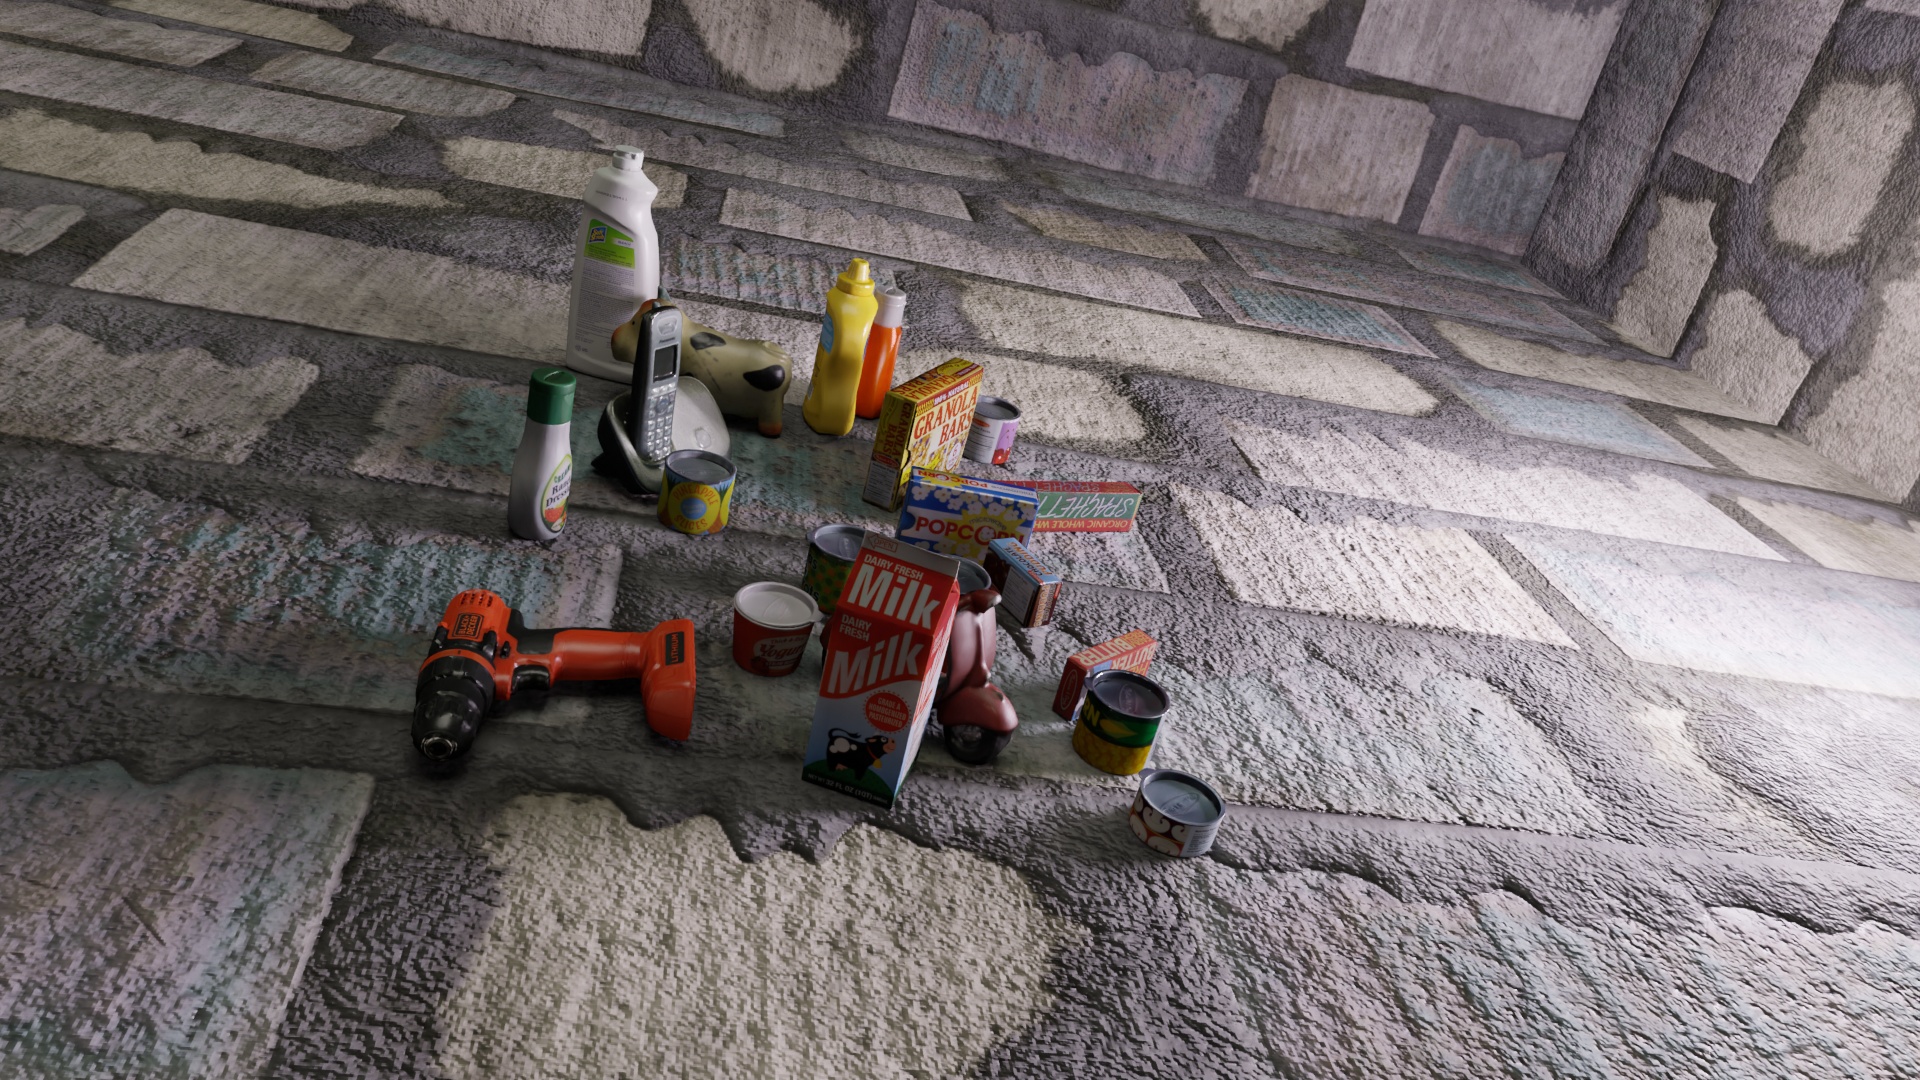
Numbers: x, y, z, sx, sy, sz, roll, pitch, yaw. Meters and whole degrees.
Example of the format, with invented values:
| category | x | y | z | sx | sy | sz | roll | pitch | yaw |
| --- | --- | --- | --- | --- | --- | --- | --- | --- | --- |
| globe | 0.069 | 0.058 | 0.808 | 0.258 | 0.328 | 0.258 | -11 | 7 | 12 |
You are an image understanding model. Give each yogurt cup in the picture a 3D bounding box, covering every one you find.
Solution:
| category | x | y | z | sx | sy | sz | roll | pitch | yaw |
| --- | --- | --- | --- | --- | --- | --- | --- | --- | --- |
| yogurt cup | -0.152 | 0.072 | 1.113 | 0.072 | 0.053 | 0.073 | 12 | 26 | -6 |

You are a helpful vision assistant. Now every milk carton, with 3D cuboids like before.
| category | x | y | z | sx | sy | sz | roll | pitch | yaw |
| --- | --- | --- | --- | --- | --- | --- | --- | --- | --- |
| milk carton | -0.053 | 0.086 | 0.983 | 0.072 | 0.189 | 0.074 | 18 | 26 | 7 |

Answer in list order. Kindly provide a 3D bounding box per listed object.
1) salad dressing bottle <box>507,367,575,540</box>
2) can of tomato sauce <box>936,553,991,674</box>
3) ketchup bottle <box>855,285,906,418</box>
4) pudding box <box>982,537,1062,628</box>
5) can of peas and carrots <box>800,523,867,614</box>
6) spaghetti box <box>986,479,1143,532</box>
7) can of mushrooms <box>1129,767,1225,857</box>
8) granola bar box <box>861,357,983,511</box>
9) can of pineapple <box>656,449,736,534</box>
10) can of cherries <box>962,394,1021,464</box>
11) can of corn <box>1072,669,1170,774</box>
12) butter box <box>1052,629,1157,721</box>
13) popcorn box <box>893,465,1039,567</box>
| category | x | y | z | sx | sy | sz | roll | pitch | yaw |
| --- | --- | --- | --- | --- | --- | --- | --- | --- | --- |
| salad dressing bottle | -0.356 | -0.074 | 1.189 | 0.044 | 0.147 | 0.064 | 18 | 26 | 7 |
| can of tomato sauce | -0.014 | 0.064 | 1.167 | 0.071 | 0.082 | 0.071 | 12 | 26 | -6 |
| ketchup bottle | -0.094 | -0.218 | 1.606 | 0.043 | 0.148 | 0.065 | 16 | 26 | 4 |
| pudding box | 0.055 | 0.038 | 1.290 | 0.030 | 0.049 | 0.084 | -5 | 32 | -35 |
| can of peas and carrots | -0.106 | 0.026 | 1.222 | 0.071 | 0.058 | 0.071 | 12 | 26 | -6 |
| spaghetti box | 0.075 | -0.035 | 1.444 | 0.251 | 0.050 | 0.029 | 0 | 30 | -28 |
| can of mushrooms | 0.160 | 0.202 | 1.040 | 0.071 | 0.033 | 0.071 | 12 | 26 | -6 |
| granola bar box | -0.037 | -0.114 | 1.458 | 0.039 | 0.123 | 0.166 | 23 | 27 | 17 |
| can of pineapple | -0.245 | -0.044 | 1.289 | 0.071 | 0.057 | 0.071 | 12 | 26 | -6 |
| can of cherries | 0.032 | -0.128 | 1.595 | 0.071 | 0.058 | 0.072 | 12 | 26 | -6 |
| can of corn | 0.125 | 0.144 | 1.108 | 0.071 | 0.058 | 0.071 | 12 | 26 | -6 |
| butter box | 0.122 | 0.113 | 1.174 | 0.024 | 0.053 | 0.104 | 33 | 32 | 33 |
| popcorn box | 0.005 | -0.017 | 1.332 | 0.127 | 0.084 | 0.038 | 10 | 26 | -8 |
